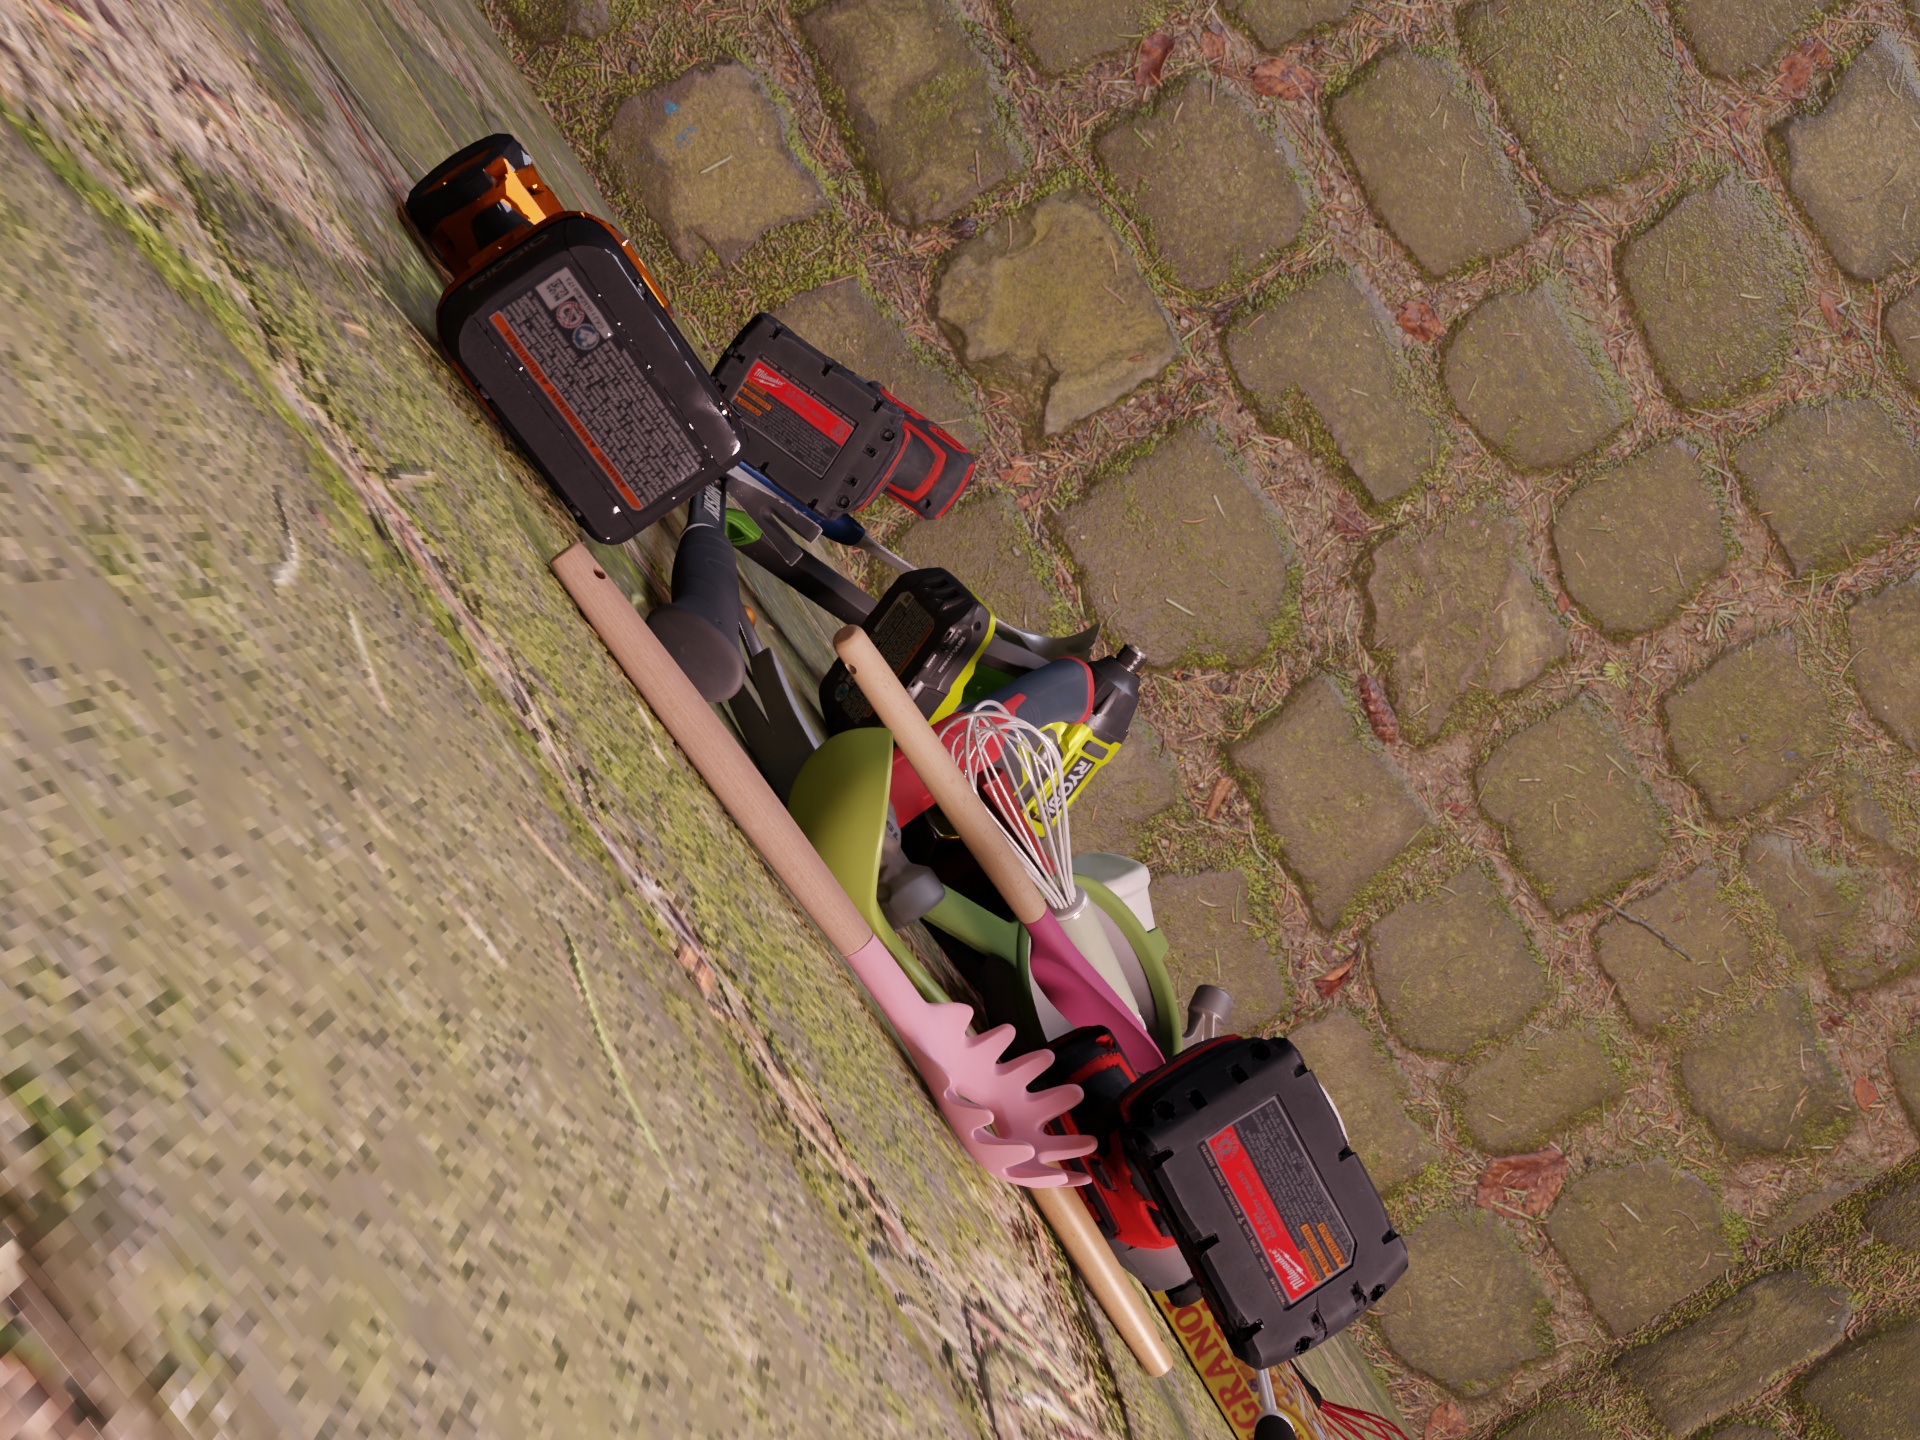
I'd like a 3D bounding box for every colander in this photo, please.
[{"bbox_3d":[-0.055,-0.028,1.211,0.204,0.094,0.396,-2,-27,45],"label":"colander"}]

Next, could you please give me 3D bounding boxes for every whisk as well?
[{"bbox_3d":[0.049,0.087,0.803,0.058,0.059,0.246,-75,148,-48],"label":"whisk"},{"bbox_3d":[0.241,0.467,1.068,0.295,0.073,0.073,50,5,-28],"label":"whisk"}]

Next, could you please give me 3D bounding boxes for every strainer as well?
[{"bbox_3d":[0.022,0.142,0.881,0.256,0.069,0.152,35,43,-33],"label":"strainer"}]

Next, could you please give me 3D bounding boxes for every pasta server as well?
[{"bbox_3d":[-0.049,0.061,0.605,0.316,0.040,0.060,55,23,-15],"label":"pasta server"}]

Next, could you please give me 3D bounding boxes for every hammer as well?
[{"bbox_3d":[-0.128,-0.091,0.822,0.149,0.036,0.409,38,11,-19],"label":"hammer"},{"bbox_3d":[0.084,0.164,1.102,0.037,0.149,0.358,4,-38,42],"label":"hammer"},{"bbox_3d":[-0.065,-0.128,1.138,0.405,0.035,0.144,30,-16,-37],"label":"hammer"},{"bbox_3d":[-0.001,-0.003,0.897,0.143,0.038,0.386,56,23,1],"label":"hammer"}]

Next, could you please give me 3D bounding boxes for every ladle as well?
[{"bbox_3d":[0.020,0.148,0.687,0.320,0.062,0.078,59,-2,-9],"label":"ladle"}]

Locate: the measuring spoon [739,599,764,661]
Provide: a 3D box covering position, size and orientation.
[{"bbox_3d":[-0.128,-0.050,0.897,0.124,0.018,0.034,65,14,18],"label":"measuring spoon"}]

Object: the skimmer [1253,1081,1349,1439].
[{"bbox_3d":[0.170,0.293,0.781,0.127,0.090,0.363,55,12,-11],"label":"skimmer"}]

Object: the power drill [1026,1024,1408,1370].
[{"bbox_3d":[0.100,0.210,0.716,0.143,0.078,0.219,62,-17,3],"label":"power drill"}]

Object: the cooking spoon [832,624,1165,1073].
[{"bbox_3d":[0.024,0.074,0.748,0.069,0.017,0.318,13,-35,46],"label":"cooking spoon"}]

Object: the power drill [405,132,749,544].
[{"bbox_3d":[-0.168,-0.163,0.708,0.164,0.084,0.227,56,-2,-35],"label":"power drill"}]

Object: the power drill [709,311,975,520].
[{"bbox_3d":[-0.093,-0.203,1.035,0.188,0.080,0.226,37,13,6],"label":"power drill"}]

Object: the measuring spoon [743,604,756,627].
[{"bbox_3d":[-0.116,-0.038,0.940,0.021,0.011,0.117,56,2,-38],"label":"measuring spoon"}]

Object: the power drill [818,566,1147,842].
[{"bbox_3d":[0.025,-0.012,1.119,0.223,0.171,0.080,27,15,-44],"label":"power drill"}]
